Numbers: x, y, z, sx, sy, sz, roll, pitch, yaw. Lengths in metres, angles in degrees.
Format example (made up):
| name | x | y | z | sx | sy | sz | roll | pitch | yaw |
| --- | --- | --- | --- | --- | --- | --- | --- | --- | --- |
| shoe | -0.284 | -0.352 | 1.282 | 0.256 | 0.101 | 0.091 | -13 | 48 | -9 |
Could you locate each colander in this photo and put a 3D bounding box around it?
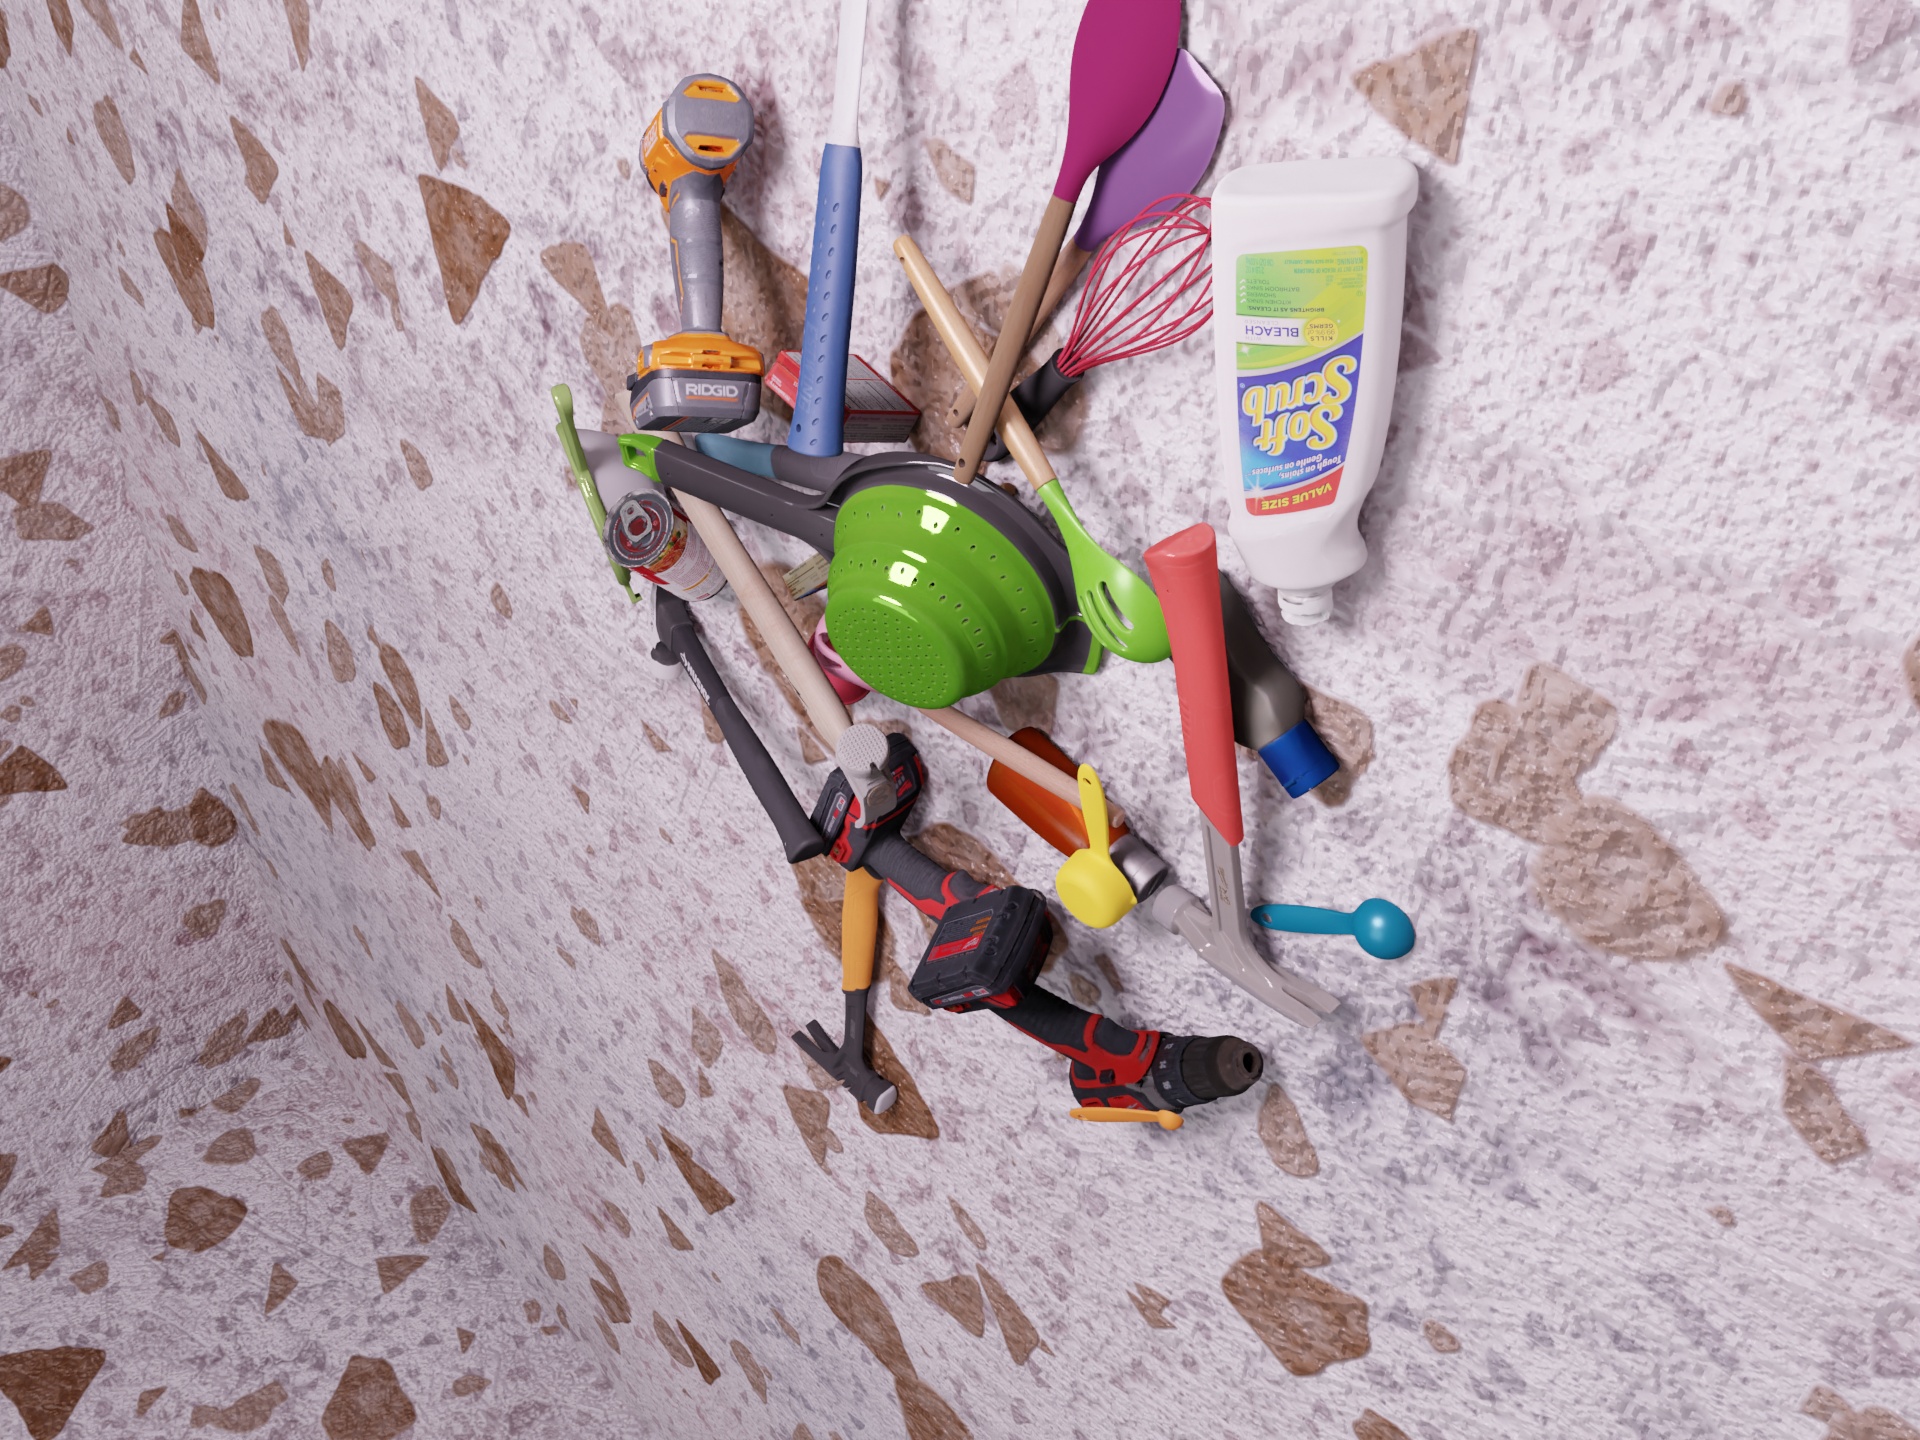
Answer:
| name | x | y | z | sx | sy | sz | roll | pitch | yaw |
| --- | --- | --- | --- | --- | --- | --- | --- | --- | --- |
| colander | -0.096 | -0.105 | 1.108 | 0.397 | 0.094 | 0.204 | 23 | 147 | 18 |

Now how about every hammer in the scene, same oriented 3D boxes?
| name | x | y | z | sx | sy | sz | roll | pitch | yaw |
| --- | --- | --- | --- | --- | --- | --- | --- | --- | --- |
| hammer | 0.164 | 0.038 | 0.988 | 0.149 | 0.037 | 0.358 | 32 | 147 | 42 |
| hammer | -0.199 | -0.003 | 1.383 | 0.335 | 0.035 | 0.146 | 54 | 146 | 37 |
| hammer | -0.132 | -0.201 | 1.239 | 0.331 | 0.033 | 0.128 | 18 | 126 | 43 |
| hammer | -0.103 | 0.232 | 1.509 | 0.127 | 0.034 | 0.336 | 35 | 138 | 29 |
| hammer | -0.068 | -0.362 | 0.971 | 0.144 | 0.035 | 0.405 | 25 | 118 | 37 |
| hammer | -0.164 | -0.101 | 1.245 | 0.411 | 0.038 | 0.146 | 57 | 168 | 20 |

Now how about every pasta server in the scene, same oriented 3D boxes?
| name | x | y | z | sx | sy | sz | roll | pitch | yaw |
| --- | --- | --- | --- | --- | --- | --- | --- | --- | --- |
| pasta server | -0.002 | -0.004 | 1.169 | 0.316 | 0.040 | 0.060 | 31 | 125 | 32 |

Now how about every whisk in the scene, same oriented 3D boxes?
| name | x | y | z | sx | sy | sz | roll | pitch | yaw |
| --- | --- | --- | --- | --- | --- | --- | --- | --- | --- |
| whisk | 0.074 | -0.222 | 0.958 | 0.073 | 0.073 | 0.296 | 59 | 151 | 1 |

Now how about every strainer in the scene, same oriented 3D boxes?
| name | x | y | z | sx | sy | sz | roll | pitch | yaw |
| --- | --- | --- | --- | --- | --- | --- | --- | --- | --- |
| strainer | -0.294 | -0.218 | 1.349 | 0.256 | 0.069 | 0.152 | 99 | 147 | -69 |

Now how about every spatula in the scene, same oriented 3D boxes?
| name | x | y | z | sx | sy | sz | roll | pitch | yaw |
| --- | --- | --- | --- | --- | --- | --- | --- | --- | --- |
| spatula | 0.064 | -0.271 | 0.965 | 0.060 | 0.018 | 0.316 | 54 | 143 | 6 |

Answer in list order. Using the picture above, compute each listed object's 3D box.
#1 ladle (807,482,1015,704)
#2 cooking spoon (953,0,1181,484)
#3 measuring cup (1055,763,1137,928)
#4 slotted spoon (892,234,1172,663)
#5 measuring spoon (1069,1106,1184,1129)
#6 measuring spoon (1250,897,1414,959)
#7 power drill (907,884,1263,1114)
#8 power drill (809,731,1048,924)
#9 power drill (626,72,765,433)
| name | x | y | z | sx | sy | sz | roll | pitch | yaw |
| --- | --- | --- | --- | --- | --- | --- | --- | --- | --- |
| ladle | -0.040 | -0.096 | 1.208 | 0.069 | 0.031 | 0.315 | 56 | 142 | 5 |
| cooking spoon | 0.051 | -0.277 | 0.919 | 0.069 | 0.017 | 0.318 | 40 | 126 | 28 |
| measuring cup | 0.086 | 0.088 | 1.091 | 0.062 | 0.029 | 0.156 | 31 | 150 | 33 |
| slotted spoon | 0.040 | -0.168 | 0.995 | 0.314 | 0.031 | 0.070 | 60 | 151 | 4 |
| measuring spoon | 0.122 | 0.302 | 1.202 | 0.021 | 0.011 | 0.117 | 40 | 148 | -27 |
| measuring spoon | 0.236 | 0.136 | 1.040 | 0.129 | 0.021 | 0.042 | -2 | 113 | 50 |
| power drill | 0.095 | 0.218 | 1.171 | 0.226 | 0.080 | 0.188 | 38 | 148 | -17 |
| power drill | -0.018 | 0.123 | 1.297 | 0.220 | 0.078 | 0.143 | 45 | 142 | 14 |
| power drill | -0.193 | -0.323 | 1.136 | 0.164 | 0.084 | 0.226 | -168 | 78 | -69 |
